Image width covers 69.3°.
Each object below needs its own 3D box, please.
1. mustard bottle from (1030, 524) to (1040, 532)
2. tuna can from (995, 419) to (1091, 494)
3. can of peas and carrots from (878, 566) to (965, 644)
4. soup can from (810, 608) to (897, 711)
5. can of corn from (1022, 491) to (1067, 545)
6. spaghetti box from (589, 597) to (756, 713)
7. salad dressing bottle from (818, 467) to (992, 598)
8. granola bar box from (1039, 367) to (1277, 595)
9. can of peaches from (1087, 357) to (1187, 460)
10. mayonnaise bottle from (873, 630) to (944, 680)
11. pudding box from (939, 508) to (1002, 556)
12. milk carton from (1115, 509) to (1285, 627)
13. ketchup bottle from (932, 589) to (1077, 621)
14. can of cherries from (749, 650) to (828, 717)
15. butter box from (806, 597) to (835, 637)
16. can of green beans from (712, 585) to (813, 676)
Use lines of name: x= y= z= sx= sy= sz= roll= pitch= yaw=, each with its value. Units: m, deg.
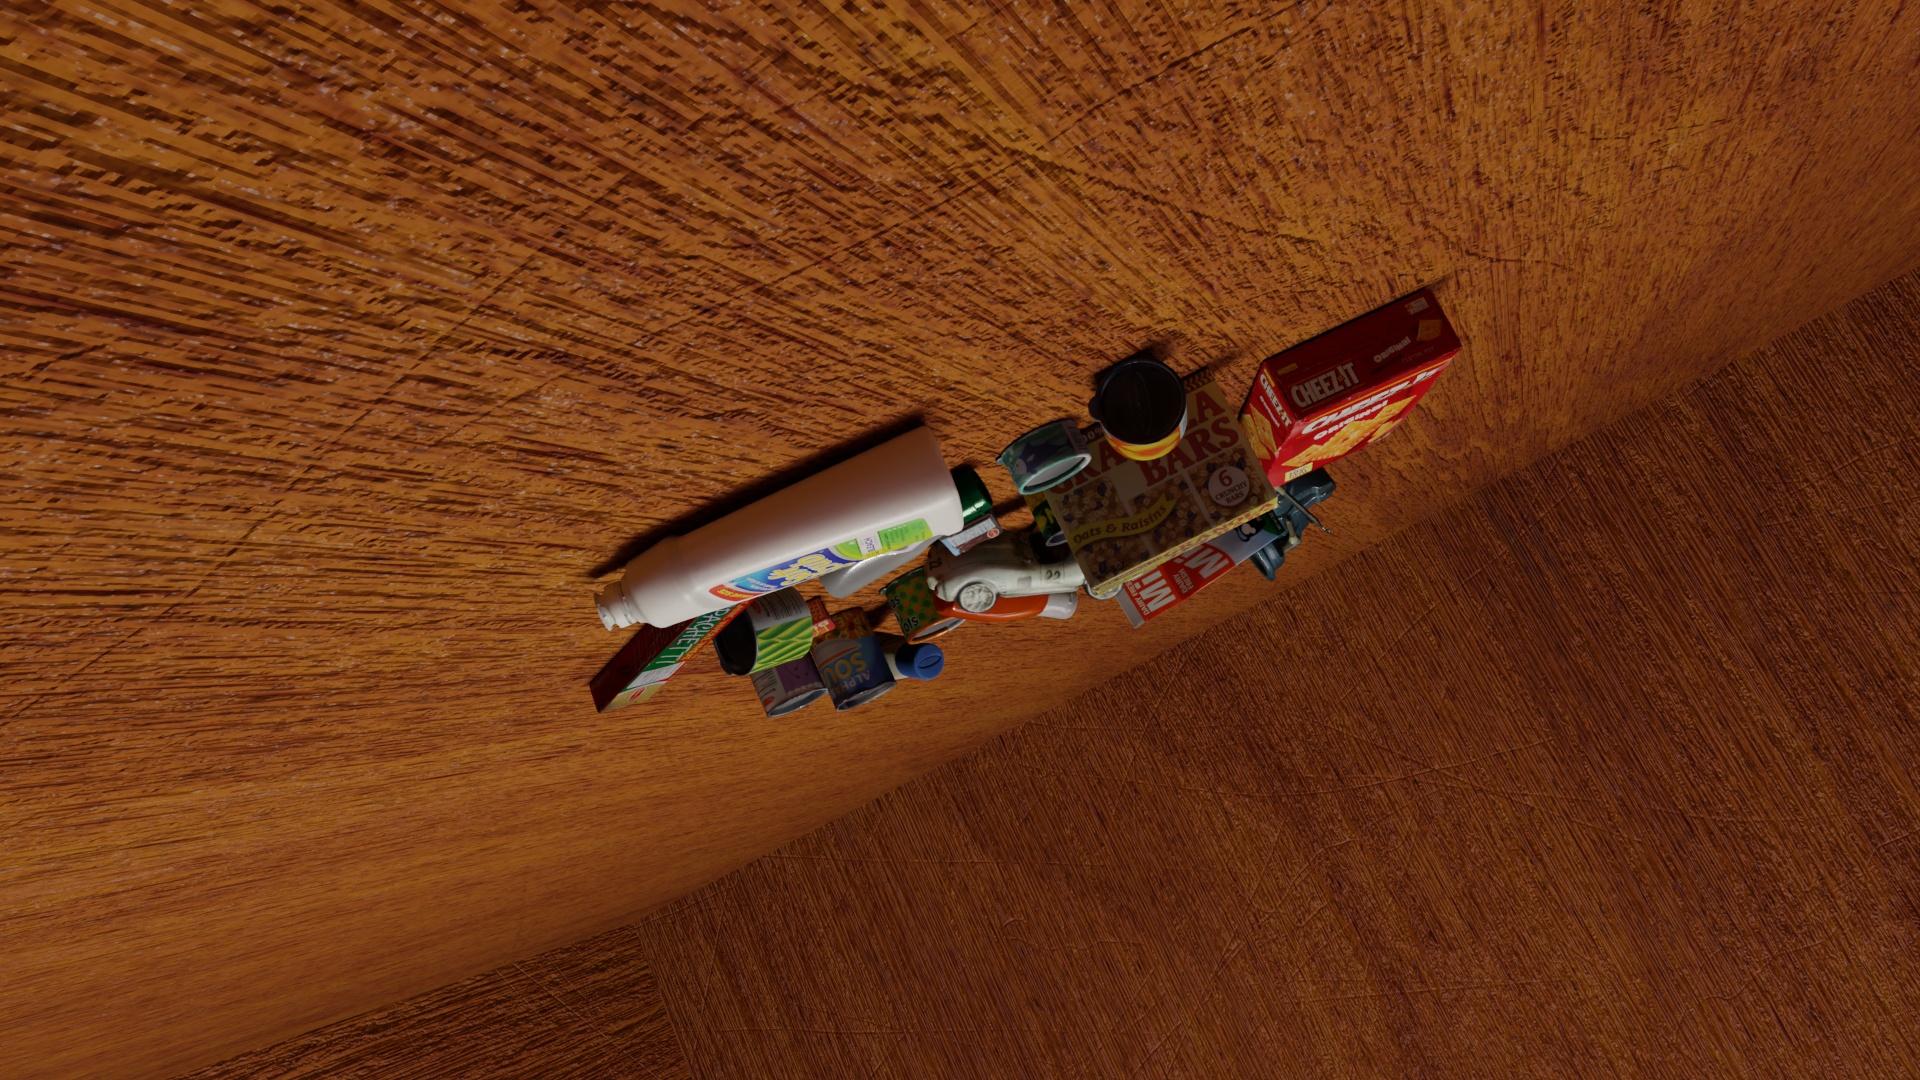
mustard bottle: x=0.099 y=0.003 z=1.379 sx=0.049 sy=0.065 sz=0.159 roll=-11 pitch=167 yaw=-31
tuna can: x=0.066 y=-0.065 z=1.104 sx=0.071 sy=0.033 sz=0.071 roll=-24 pitch=167 yaw=-6
can of peas and carrots: x=-0.036 y=0.063 z=1.359 sx=0.071 sy=0.059 sz=0.070 roll=-24 pitch=166 yaw=-6
soup can: x=-0.111 y=0.119 z=1.380 sx=0.071 sy=0.084 sz=0.071 roll=-24 pitch=167 yaw=-6
can of corn: x=0.092 y=-0.036 z=1.206 sx=0.071 sy=0.058 sz=0.071 roll=-24 pitch=167 yaw=-6
spaghetti box: x=-0.232 y=0.080 z=1.123 sx=0.050 sy=0.029 sz=0.249 roll=-14 pitch=163 yaw=-41
salad dressing bottle: x=-0.046 y=-0.007 z=1.102 sx=0.147 sy=0.044 sz=0.064 roll=-29 pitch=165 yaw=11
granola bar box: x=0.157 y=-0.048 z=1.136 sx=0.165 sy=0.124 sz=0.039 roll=-27 pitch=164 yaw=7
can of peaches: x=0.133 y=-0.097 z=1.033 sx=0.071 sy=0.071 sz=0.058 roll=-27 pitch=167 yaw=6
mayonnaise bottle: x=-0.071 y=0.120 z=1.438 sx=0.065 sy=0.041 sz=0.148 roll=-20 pitch=-170 yaw=-32
pudding box: x=0.004 y=-0.015 z=1.191 sx=0.049 sy=0.030 sz=0.083 roll=-27 pitch=167 yaw=3
milk carton: x=0.228 y=0.013 z=1.406 sx=0.191 sy=0.072 sz=0.073 roll=-32 pitch=179 yaw=-24
ketchup bottle: x=0.045 y=0.050 z=1.347 sx=0.149 sy=0.065 sz=0.043 roll=10 pitch=165 yaw=-32
can of cherries: x=-0.173 y=0.138 z=1.398 sx=0.071 sy=0.058 sz=0.071 roll=-25 pitch=166 yaw=-6
butter box: x=-0.169 y=0.087 z=1.283 sx=0.103 sy=0.024 sz=0.053 roll=-24 pitch=168 yaw=-4
can of green beans: x=-0.163 y=0.072 z=1.141 sx=0.058 sy=0.071 sz=0.071 roll=-14 pitch=163 yaw=-41
